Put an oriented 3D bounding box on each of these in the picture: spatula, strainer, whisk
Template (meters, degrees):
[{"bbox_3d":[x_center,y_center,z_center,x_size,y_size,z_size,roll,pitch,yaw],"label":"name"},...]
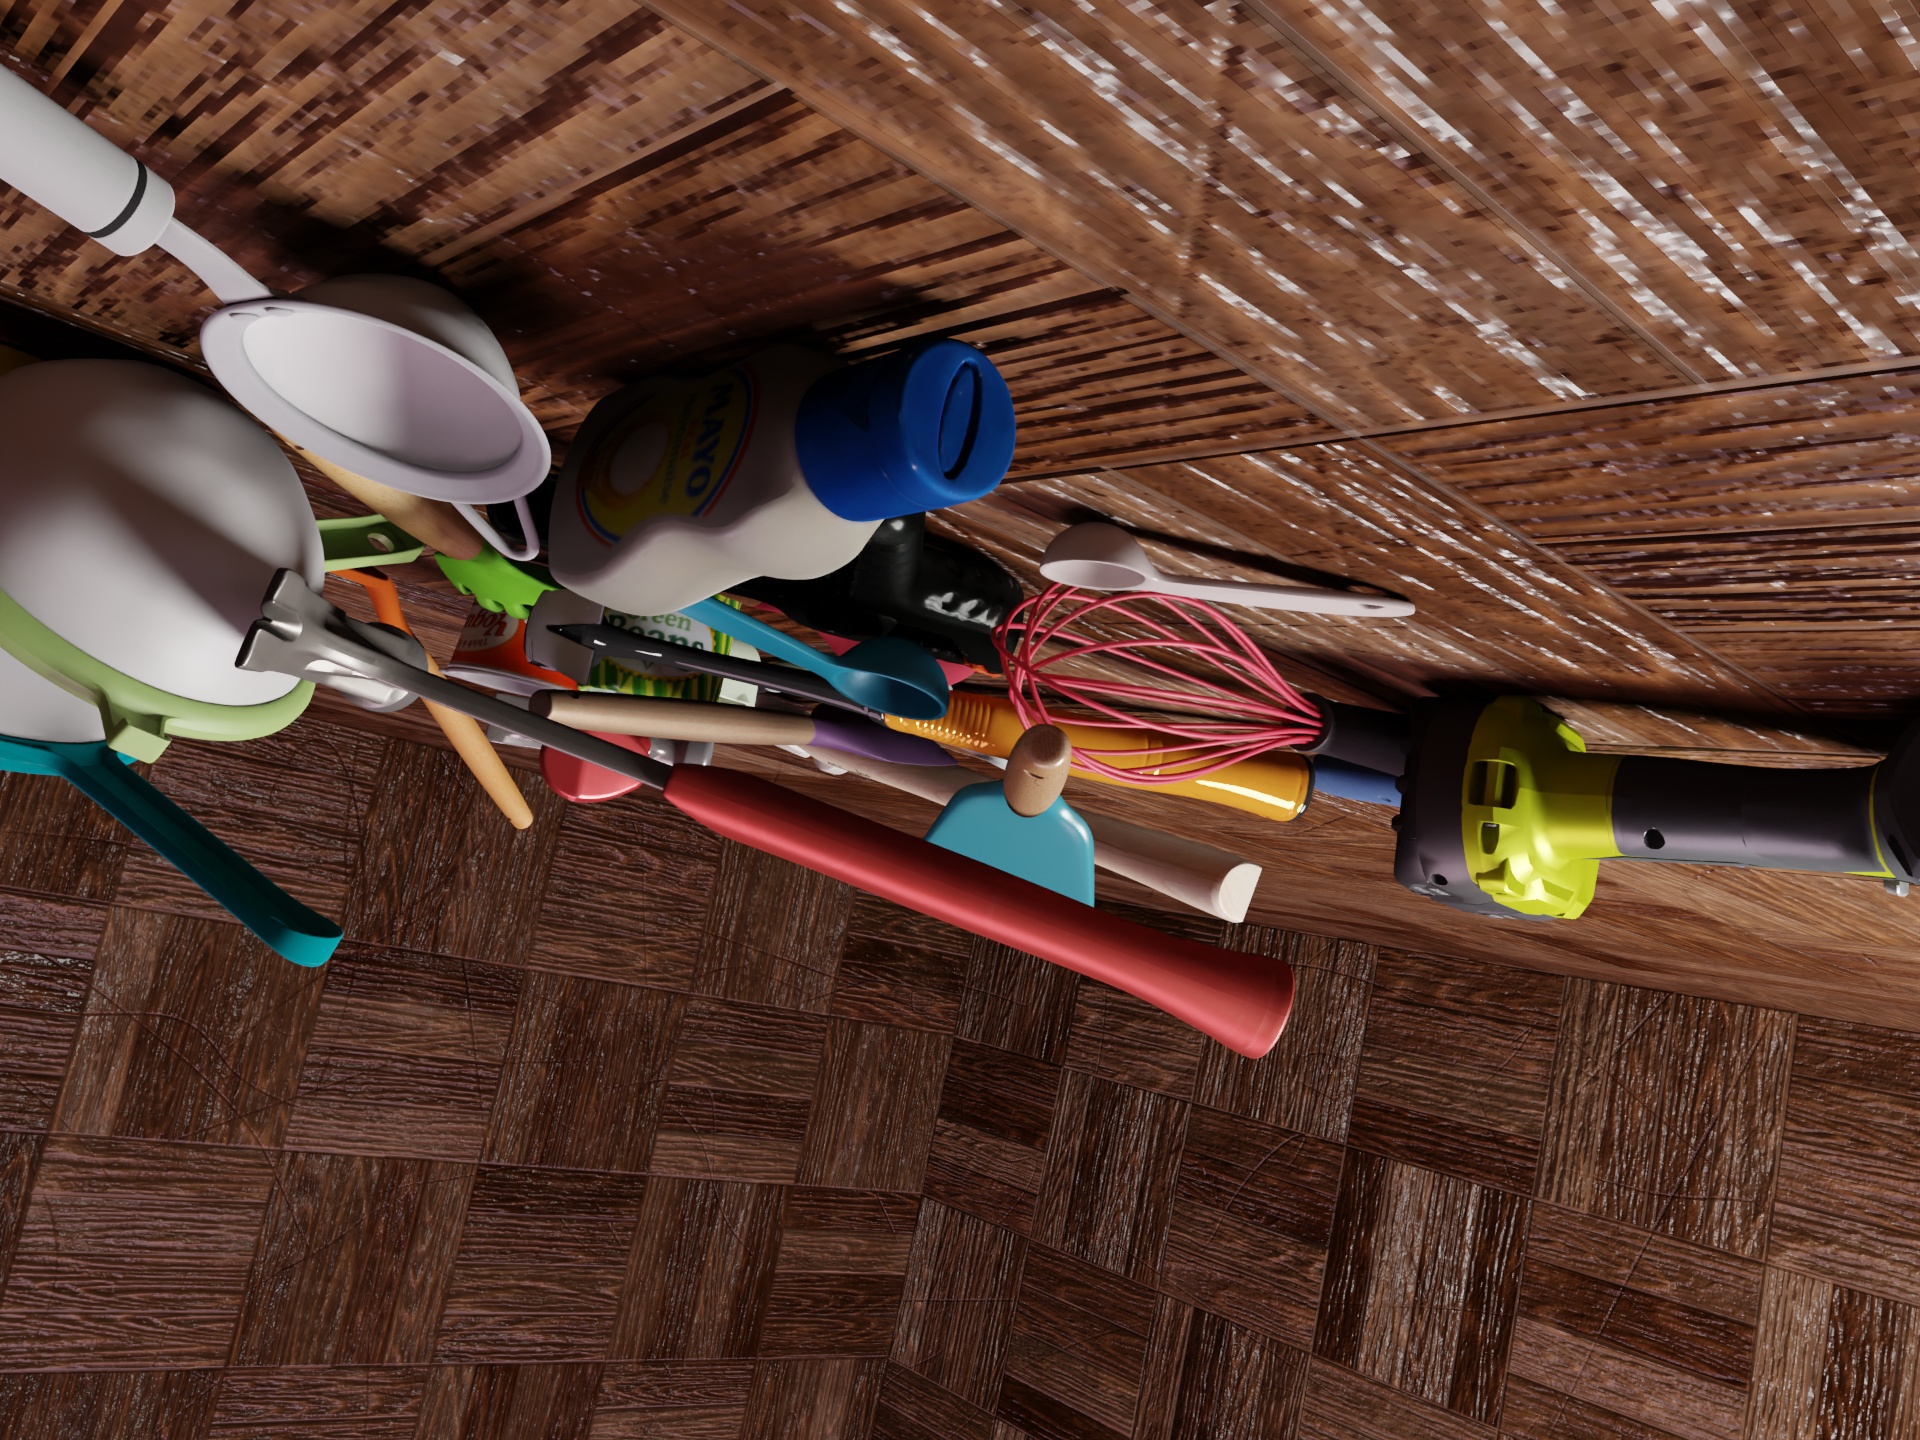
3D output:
[{"bbox_3d":[-0.088,0.002,0.736,0.060,0.018,0.315,37,-167,23],"label":"spatula"},{"bbox_3d":[-0.353,-0.039,0.622,0.340,0.095,0.211,35,-174,11],"label":"strainer"},{"bbox_3d":[0.120,-0.003,0.605,0.295,0.073,0.073,11,175,-44],"label":"whisk"},{"bbox_3d":[0.022,0.036,0.558,0.082,0.044,0.317,21,174,4],"label":"spatula"},{"bbox_3d":[-0.171,-0.107,0.341,0.087,0.050,0.258,1,163,26],"label":"strainer"},{"bbox_3d":[-0.294,-0.019,0.849,0.081,0.041,0.322,30,155,24],"label":"spatula"},{"bbox_3d":[-0.252,-0.078,0.579,0.151,0.069,0.256,49,-165,1],"label":"strainer"}]

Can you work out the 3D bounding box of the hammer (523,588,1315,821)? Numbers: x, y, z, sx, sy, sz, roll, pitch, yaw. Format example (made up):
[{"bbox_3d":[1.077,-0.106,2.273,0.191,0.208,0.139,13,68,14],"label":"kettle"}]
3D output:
[{"bbox_3d":[-0.001,-0.002,0.639,0.336,0.034,0.127,12,179,-20],"label":"hammer"}]

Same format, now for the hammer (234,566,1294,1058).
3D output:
[{"bbox_3d":[-0.051,0.037,0.534,0.359,0.037,0.149,22,174,-8],"label":"hammer"}]

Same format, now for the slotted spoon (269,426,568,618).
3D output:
[{"bbox_3d":[-0.198,-0.074,0.604,0.070,0.031,0.313,16,174,-1],"label":"slotted spoon"}]

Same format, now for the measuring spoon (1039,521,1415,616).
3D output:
[{"bbox_3d":[0.086,-0.047,0.500,0.124,0.018,0.034,6,172,-11],"label":"measuring spoon"}]

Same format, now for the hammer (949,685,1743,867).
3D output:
[{"bbox_3d":[0.167,0.024,0.790,0.405,0.035,0.144,8,171,25],"label":"hammer"}]

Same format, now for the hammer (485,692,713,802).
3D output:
[{"bbox_3d":[-0.205,0.012,0.853,0.143,0.038,0.386,12,178,-8],"label":"hammer"}]

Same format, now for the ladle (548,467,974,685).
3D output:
[{"bbox_3d":[-0.097,-0.061,0.622,0.069,0.031,0.315,2,166,41],"label":"ladle"}]

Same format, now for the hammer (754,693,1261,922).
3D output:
[{"bbox_3d":[-0.006,0.038,0.912,0.146,0.038,0.411,22,177,-43],"label":"hammer"}]

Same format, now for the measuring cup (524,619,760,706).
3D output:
[{"bbox_3d":[-0.164,-0.042,0.818,0.083,0.038,0.167,8,169,27],"label":"measuring cup"}]

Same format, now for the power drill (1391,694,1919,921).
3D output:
[{"bbox_3d":[0.292,0.041,0.590,0.223,0.080,0.171,1,167,40],"label":"power drill"}]

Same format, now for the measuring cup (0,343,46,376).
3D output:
[{"bbox_3d":[-0.361,-0.125,0.525,0.062,0.029,0.156,10,175,11],"label":"measuring cup"}]

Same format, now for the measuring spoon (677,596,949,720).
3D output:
[{"bbox_3d":[-0.058,-0.034,0.528,0.128,0.021,0.042,25,161,-21],"label":"measuring spoon"}]
